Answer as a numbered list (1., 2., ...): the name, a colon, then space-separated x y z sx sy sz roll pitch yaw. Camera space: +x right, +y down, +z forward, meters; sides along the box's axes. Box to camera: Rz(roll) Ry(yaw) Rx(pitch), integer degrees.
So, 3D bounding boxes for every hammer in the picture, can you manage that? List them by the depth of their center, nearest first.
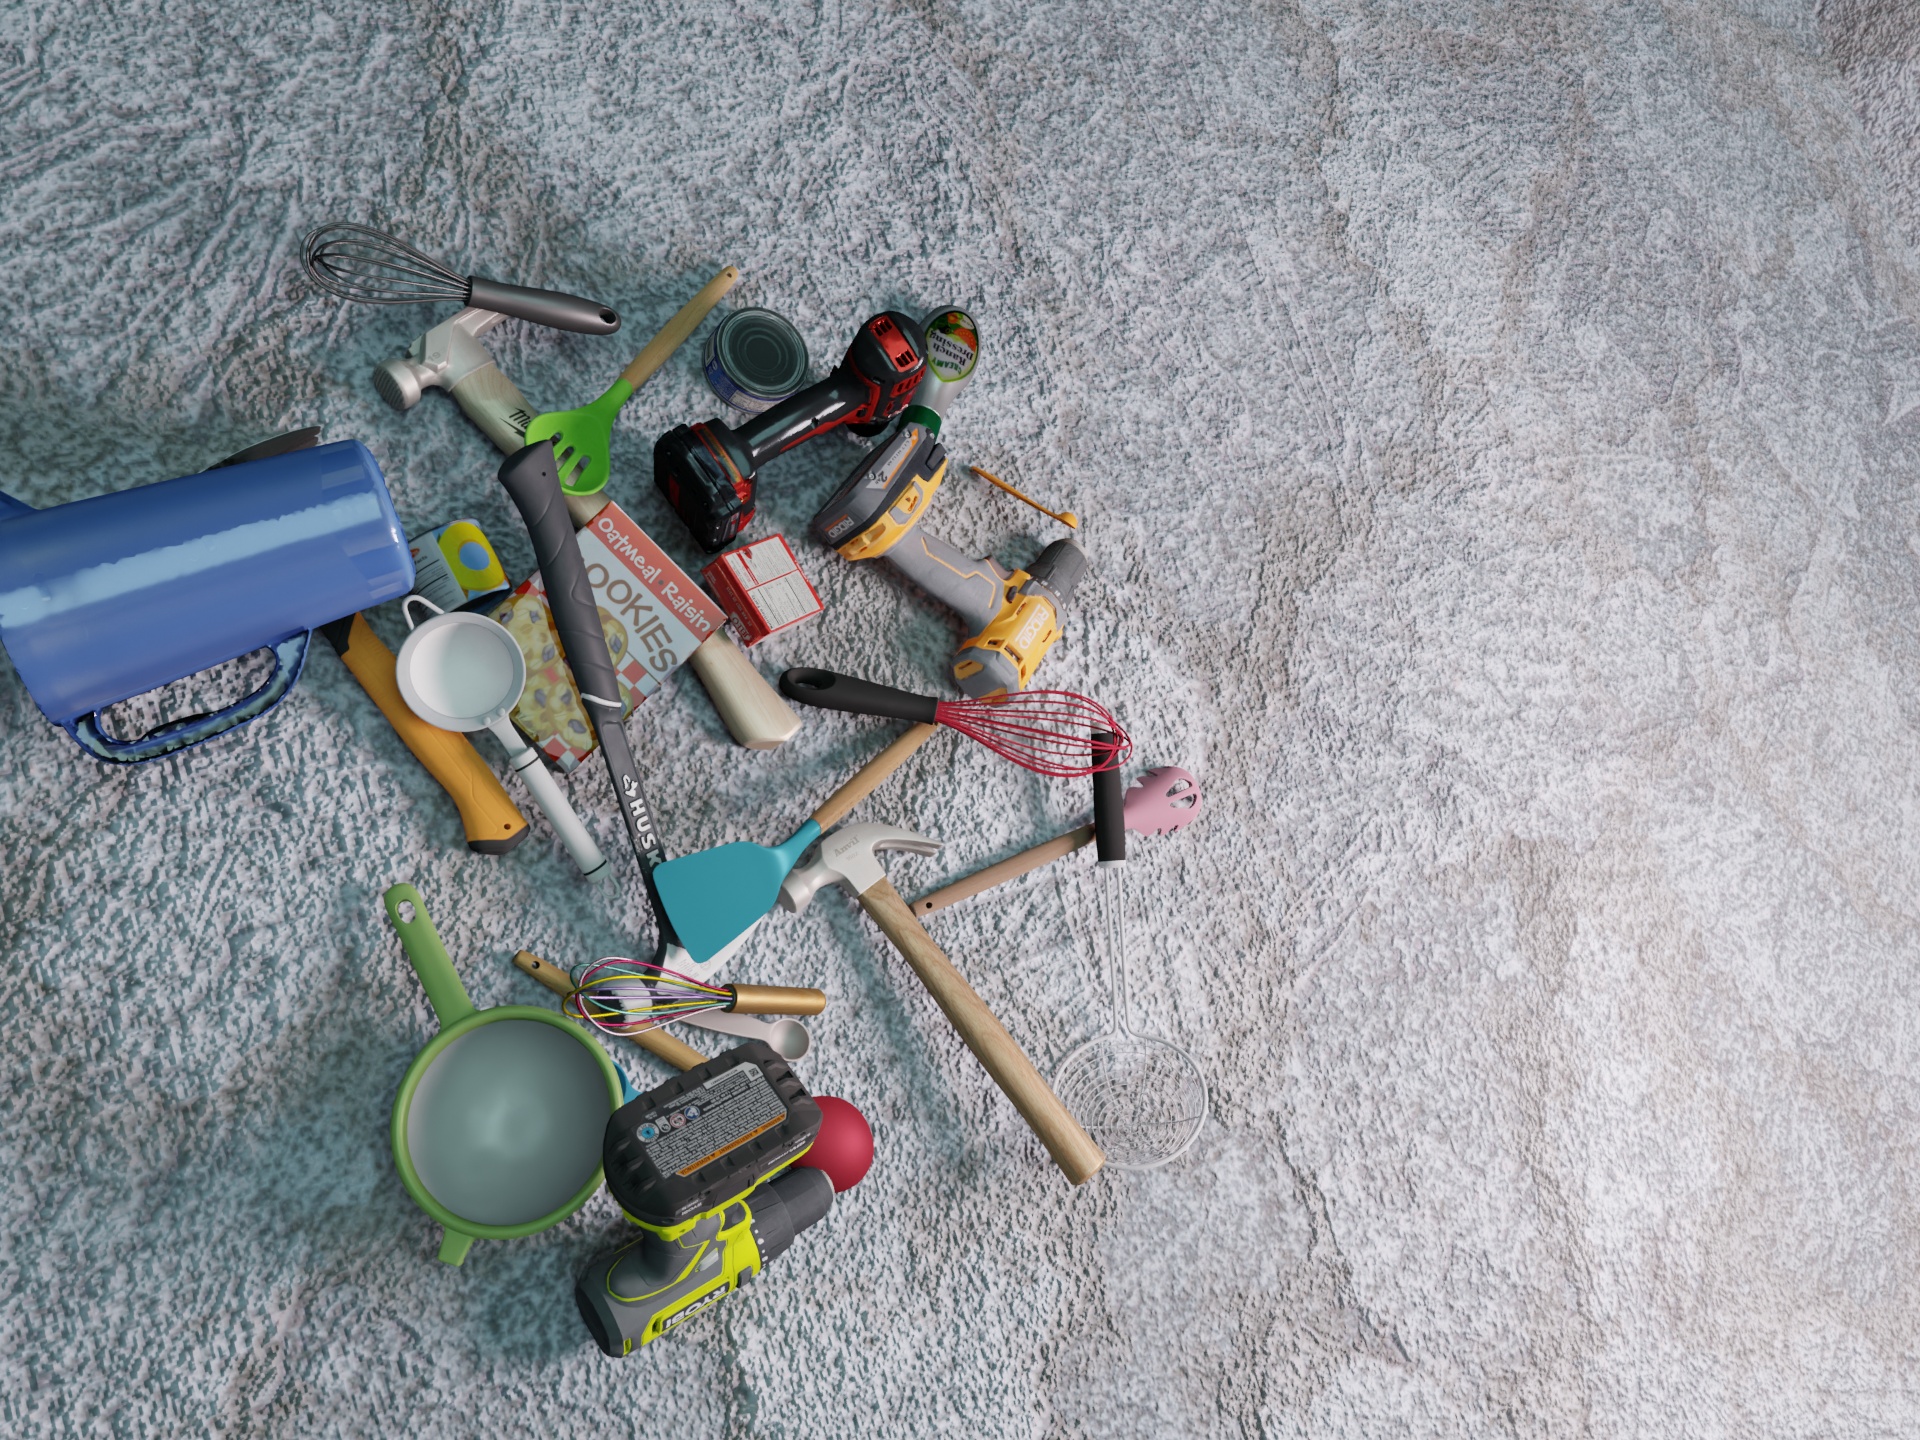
1. hammer: -0.245 0.003 1.131 0.149 0.036 0.409 -26 107 -44
2. hammer: -0.414 -0.048 1.131 0.127 0.034 0.337 -40 96 -30
3. hammer: -0.262 -0.148 1.241 0.410 0.038 0.146 50 58 -8
4. hammer: 0.001 0.220 1.246 0.130 0.031 0.331 -36 85 -29

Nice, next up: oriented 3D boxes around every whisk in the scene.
1. whisk: -0.185 0.198 1.135 0.244 0.051 0.047 16 102 -52
2. whisk: -0.367 -0.324 1.189 0.238 0.055 0.055 5 73 -34
3. whisk: -0.002 -0.004 1.299 0.295 0.073 0.073 11 70 -7

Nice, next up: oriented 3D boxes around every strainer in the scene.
1. strainer: -0.326 0.228 1.086 0.151 0.069 0.256 -28 75 -12
2. strainer: -0.315 0.021 1.126 0.087 0.050 0.258 -30 104 -2

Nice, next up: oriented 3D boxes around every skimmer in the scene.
1. skimmer: 0.129 0.178 1.306 0.127 0.090 0.363 -4 83 5

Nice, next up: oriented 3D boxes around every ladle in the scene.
1. ladle: -0.191 0.254 1.169 0.315 0.031 0.069 35 63 -14

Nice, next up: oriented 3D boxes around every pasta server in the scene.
1. pasta server: 0.089 0.107 1.365 0.316 0.040 0.060 -21 86 -27

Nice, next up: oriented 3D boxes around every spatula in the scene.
1. spatula: -0.108 0.069 1.236 0.317 0.044 0.082 -41 116 -47

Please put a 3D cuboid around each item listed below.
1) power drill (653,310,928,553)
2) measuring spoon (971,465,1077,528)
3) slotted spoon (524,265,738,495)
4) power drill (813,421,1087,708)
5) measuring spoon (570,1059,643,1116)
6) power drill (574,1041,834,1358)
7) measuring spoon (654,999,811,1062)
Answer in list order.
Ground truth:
1. power drill: -0.131 -0.229 1.277 0.226 0.188 0.080 -35 90 -13
2. measuring spoon: 0.057 -0.200 1.407 0.117 0.021 0.011 33 90 23
3. slotted spoon: -0.252 -0.277 1.260 0.070 0.031 0.314 43 48 -17
4. power drill: 0.006 -0.147 1.363 0.226 0.084 0.185 45 54 -15
5. measuring spoon: -0.227 0.281 1.151 0.128 0.021 0.042 31 62 -28
6. power drill: -0.159 0.317 1.062 0.190 0.228 0.080 -23 56 -31
7. measuring spoon: -0.172 0.230 1.195 0.124 0.018 0.034 20 52 -15
